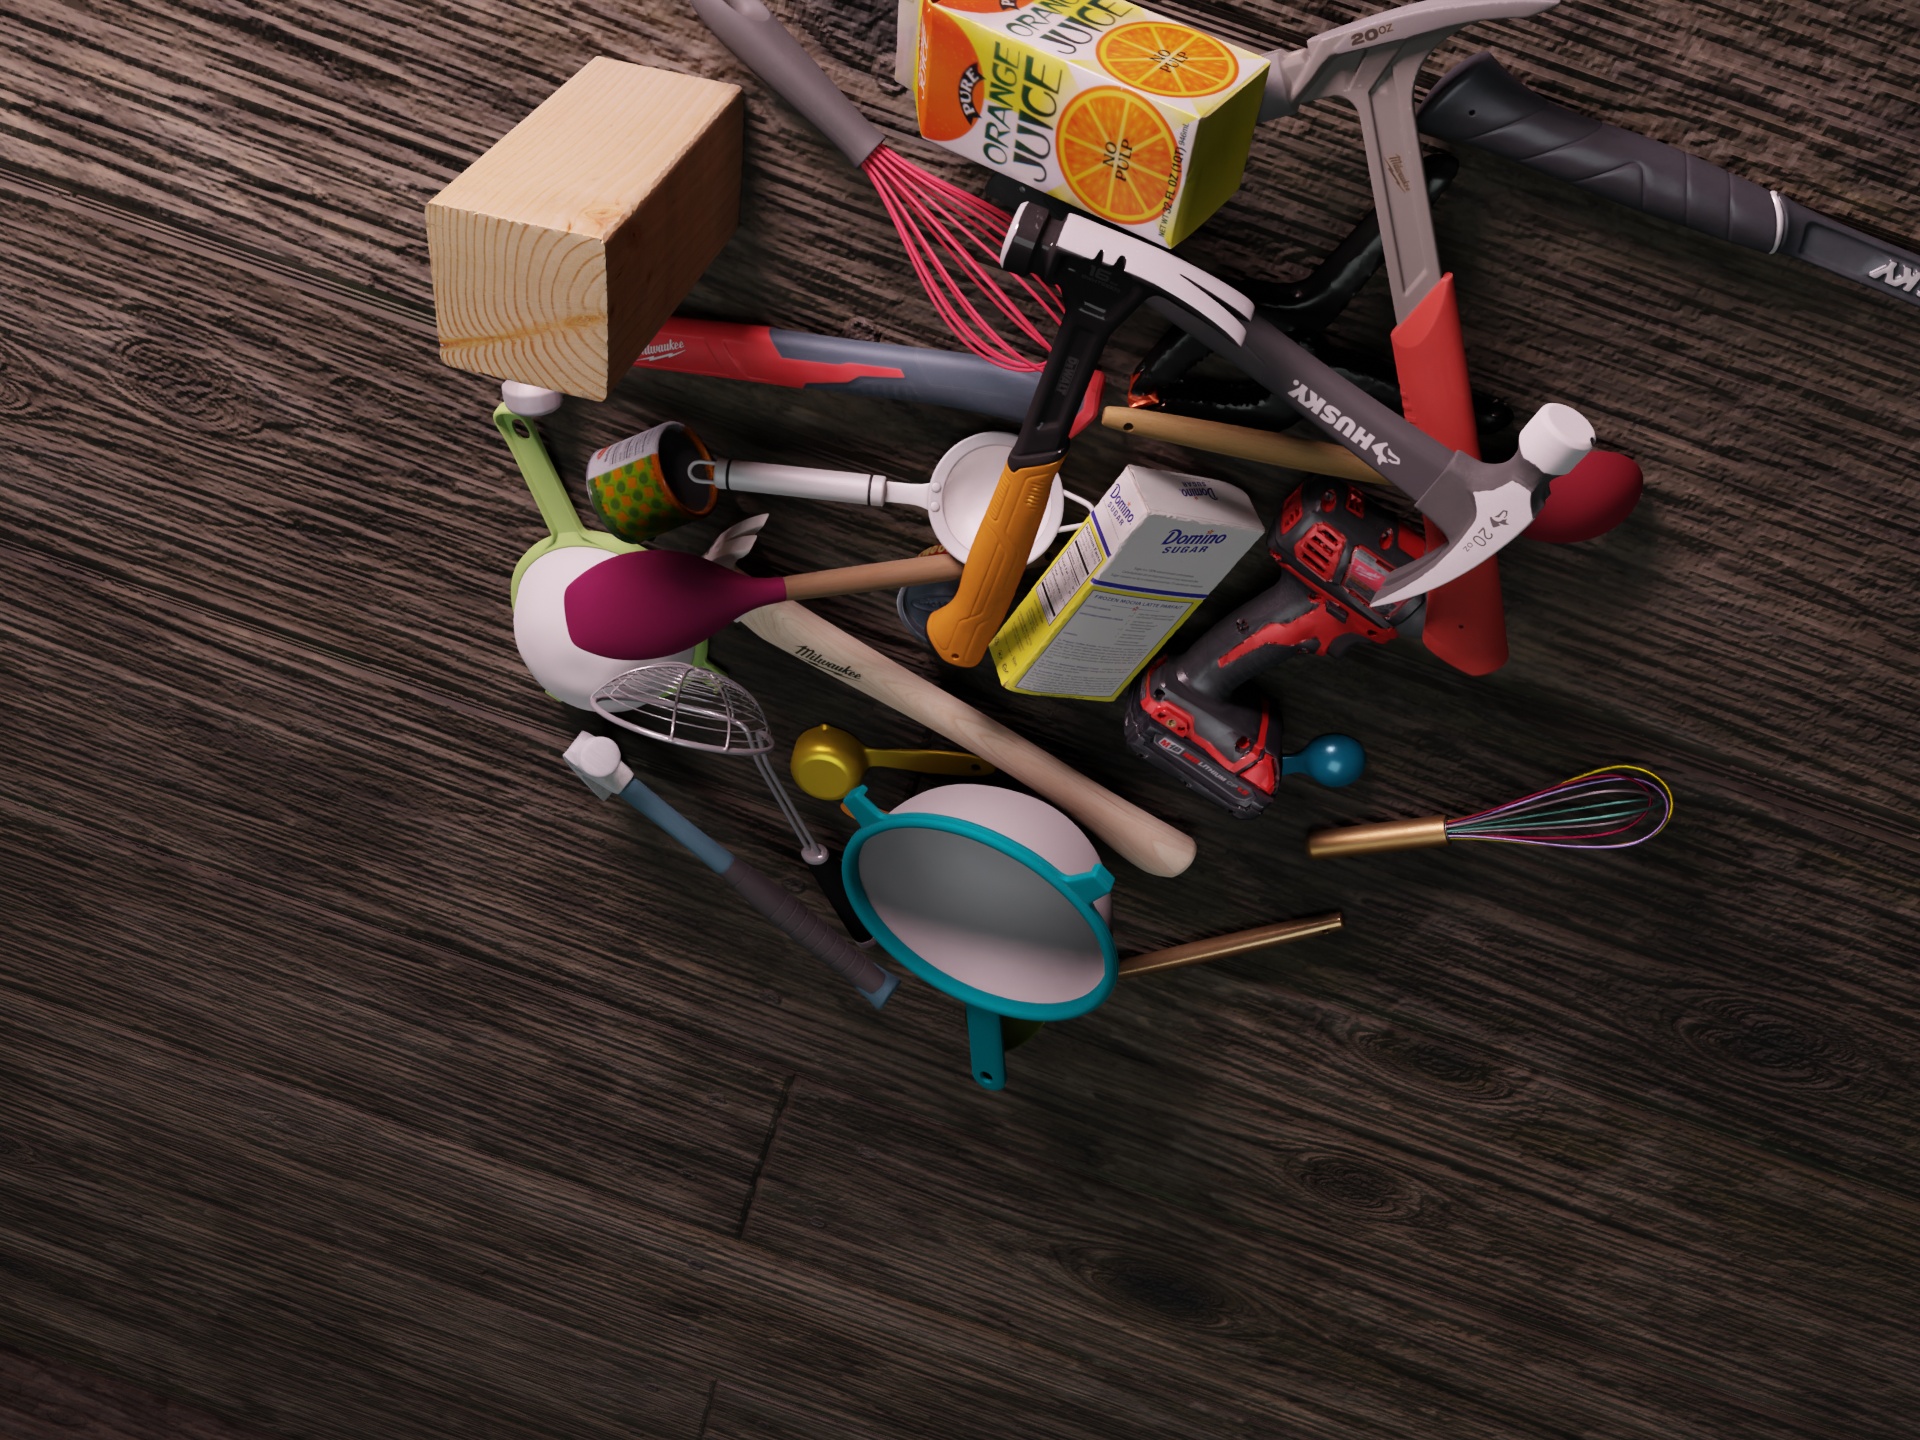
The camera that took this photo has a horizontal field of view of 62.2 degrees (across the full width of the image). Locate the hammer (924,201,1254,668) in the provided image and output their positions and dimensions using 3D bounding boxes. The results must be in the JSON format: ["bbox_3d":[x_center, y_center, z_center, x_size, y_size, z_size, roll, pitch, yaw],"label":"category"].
[{"bbox_3d":[0.045,-0.133,0.900,0.127,0.034,0.336,22,143,-1],"label":"hammer"}]

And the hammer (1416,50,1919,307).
[{"bbox_3d":[0.423,-0.239,0.800,0.409,0.036,0.149,21,133,-1],"label":"hammer"}]

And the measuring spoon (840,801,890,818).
[{"bbox_3d":[-0.040,0.090,1.235,0.117,0.011,0.021,23,132,-4],"label":"measuring spoon"}]

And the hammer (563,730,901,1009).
[{"bbox_3d":[-0.172,0.120,1.234,0.330,0.033,0.128,42,167,-18],"label":"hammer"}]

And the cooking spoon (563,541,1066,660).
[{"bbox_3d":[-0.085,-0.086,0.994,0.319,0.017,0.068,-9,110,-14],"label":"cooking spoon"}]

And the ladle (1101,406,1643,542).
[{"bbox_3d":[0.236,-0.146,0.906,0.315,0.031,0.069,10,139,-2],"label":"ladle"}]

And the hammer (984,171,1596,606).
[{"bbox_3d":[0.152,-0.194,0.839,0.335,0.035,0.146,37,139,5],"label":"hammer"}]

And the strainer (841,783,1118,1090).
[{"bbox_3d":[0.031,0.156,1.183,0.211,0.095,0.340,17,142,18],"label":"strainer"}]

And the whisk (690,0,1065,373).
[{"bbox_3d":[-0.035,-0.296,0.871,0.295,0.073,0.073,43,128,-13],"label":"whisk"}]

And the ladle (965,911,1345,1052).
[{"bbox_3d":[0.147,0.202,1.248,0.320,0.062,0.078,-17,137,25],"label":"ladle"}]

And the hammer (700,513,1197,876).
[{"bbox_3d":[-0.002,-0.004,1.102,0.410,0.038,0.146,31,151,-15],"label":"hammer"}]

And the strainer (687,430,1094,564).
[{"bbox_3d":[-0.044,-0.145,0.997,0.258,0.050,0.087,7,102,3],"label":"strainer"}]

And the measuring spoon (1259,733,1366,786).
[{"bbox_3d":[0.217,0.038,1.106,0.128,0.021,0.042,-10,126,22],"label":"measuring spoon"}]

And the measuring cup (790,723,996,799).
[{"bbox_3d":[-0.052,0.037,1.181,0.156,0.029,0.062,3,130,14],"label":"measuring cup"}]

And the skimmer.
[{"bbox_3d":[-0.149,0.084,1.179,0.127,0.090,0.362,22,151,36],"label":"skimmer"}]

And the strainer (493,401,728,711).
[{"bbox_3d":[-0.274,-0.096,1.105,0.151,0.069,0.256,-2,130,18],"label":"strainer"}]

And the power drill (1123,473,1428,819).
[{"bbox_3d":[0.214,-0.042,1.006,0.143,0.079,0.219,31,128,-11],"label":"power drill"}]

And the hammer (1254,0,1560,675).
[{"bbox_3d":[0.257,-0.185,0.834,0.149,0.037,0.358,-5,121,27],"label":"hammer"}]

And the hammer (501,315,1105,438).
[{"bbox_3d":[-0.104,-0.232,0.959,0.386,0.038,0.143,9,130,9],"label":"hammer"}]

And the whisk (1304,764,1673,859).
[{"bbox_3d":[0.355,0.069,1.086,0.245,0.051,0.047,-10,105,29],"label":"whisk"}]
